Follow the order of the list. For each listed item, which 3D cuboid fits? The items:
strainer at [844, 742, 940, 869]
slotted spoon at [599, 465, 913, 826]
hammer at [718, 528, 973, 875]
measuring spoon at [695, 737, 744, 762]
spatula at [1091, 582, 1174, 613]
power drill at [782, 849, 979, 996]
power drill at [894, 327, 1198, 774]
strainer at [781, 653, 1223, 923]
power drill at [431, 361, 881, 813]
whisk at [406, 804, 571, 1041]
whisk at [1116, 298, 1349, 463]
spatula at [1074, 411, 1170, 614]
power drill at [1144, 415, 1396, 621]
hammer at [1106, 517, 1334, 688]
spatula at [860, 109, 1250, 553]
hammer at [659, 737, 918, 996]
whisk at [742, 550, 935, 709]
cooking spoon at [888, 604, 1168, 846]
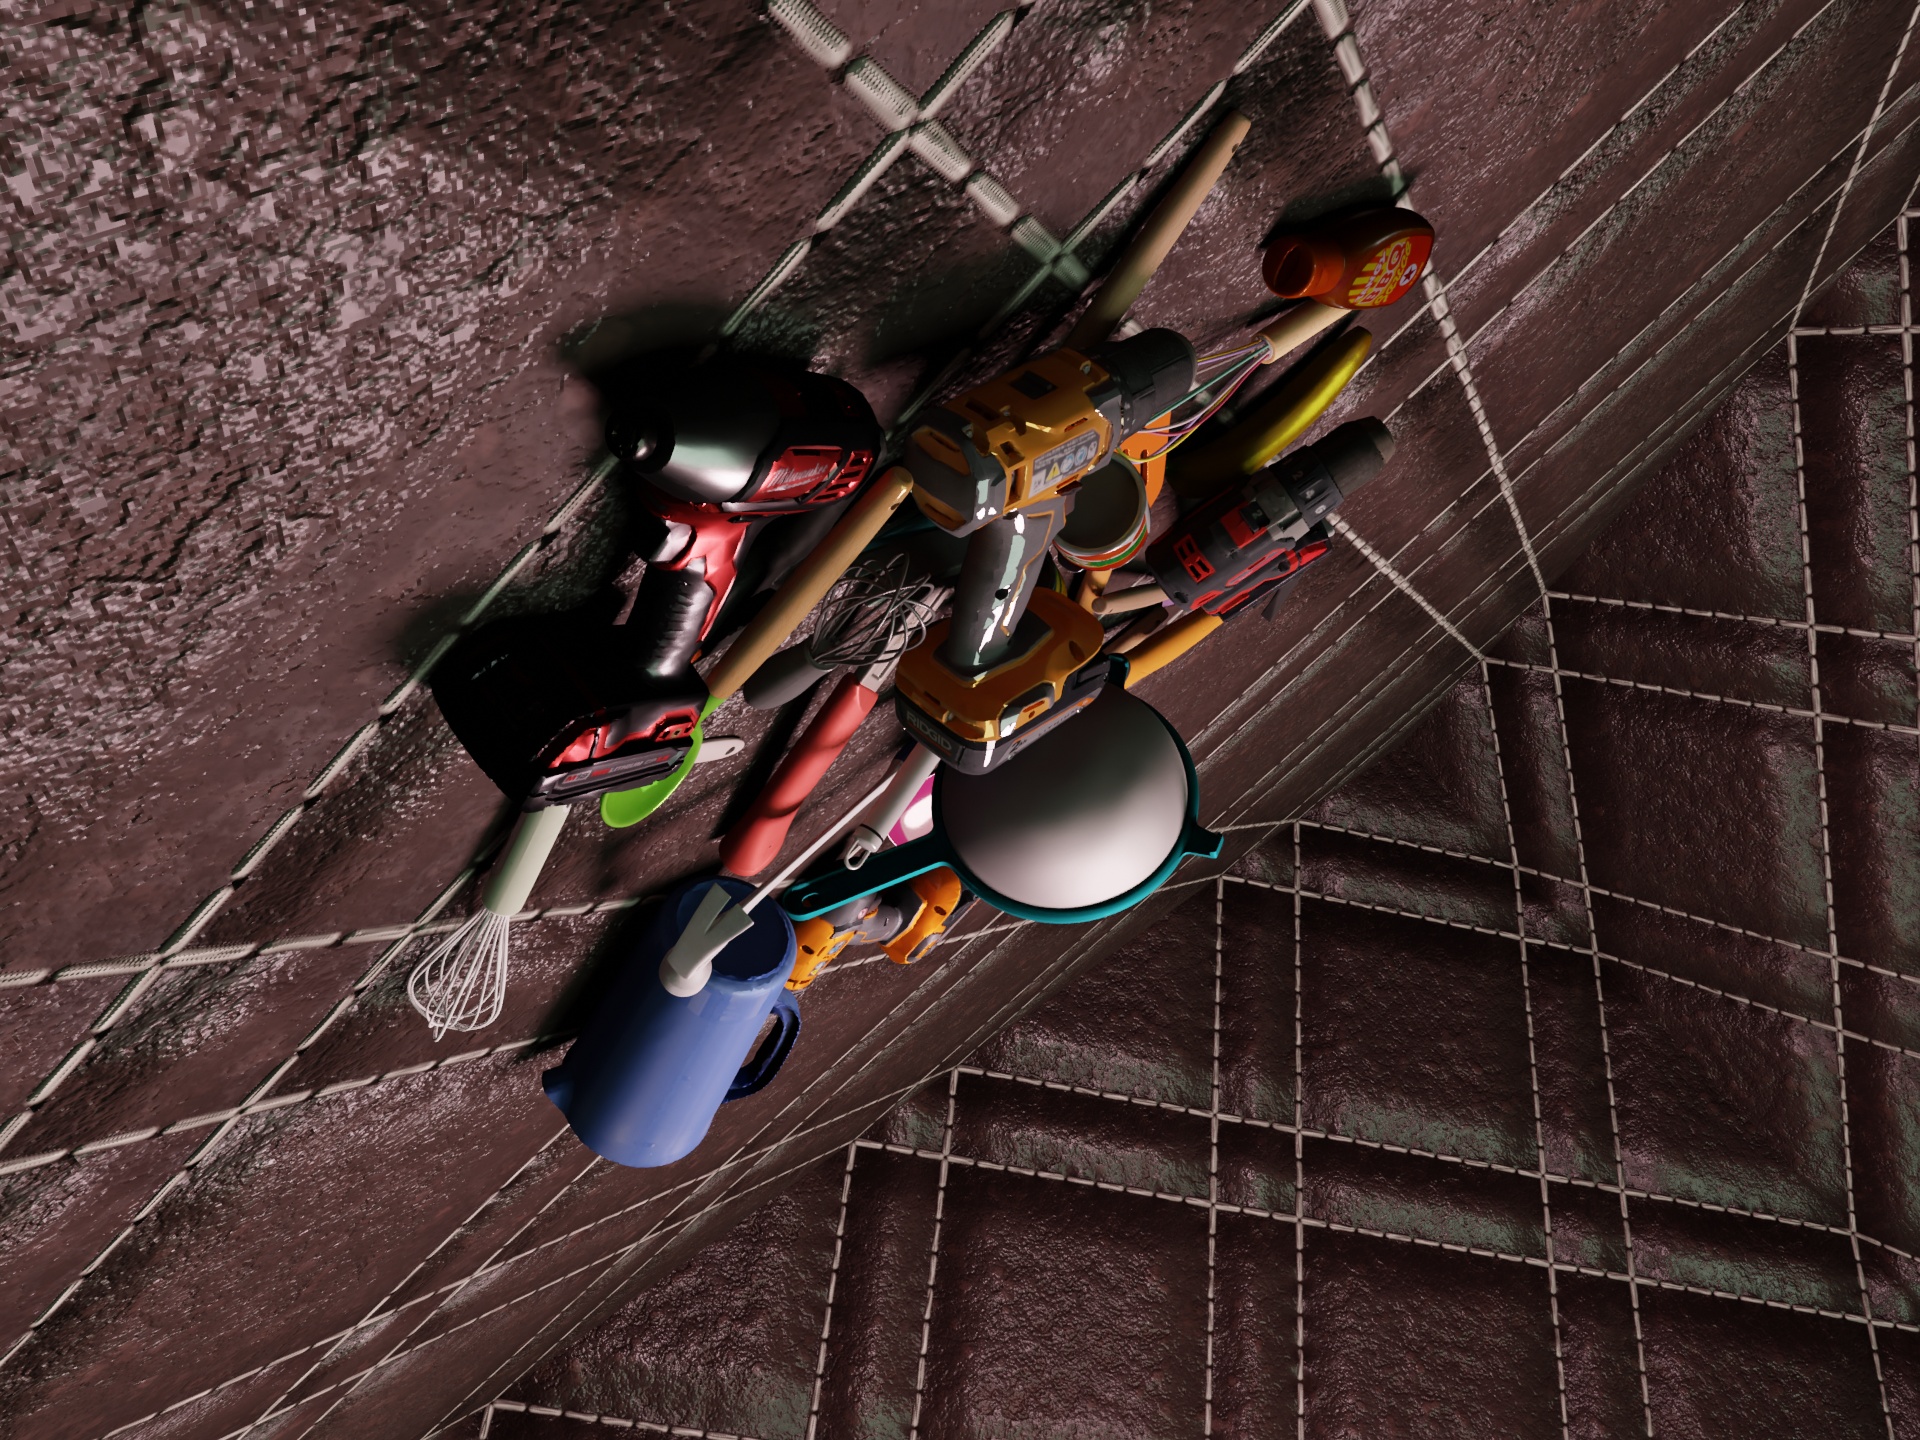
[{"bbox_3d":[-0.002,-0.003,1.070,0.086,0.050,0.258,48,66,-33],"label":"strainer"},{"bbox_3d":[-0.112,-0.032,0.819,0.070,0.031,0.313,-26,168,-47],"label":"slotted spoon"},{"bbox_3d":[-0.085,0.001,1.024,0.149,0.037,0.359,-21,159,-43],"label":"hammer"},{"bbox_3d":[-0.169,0.026,0.978,0.034,0.018,0.124,-47,163,25],"label":"measuring spoon"},{"bbox_3d":[0.164,-0.107,1.312,0.059,0.018,0.316,-47,169,22],"label":"spatula"},{"bbox_3d":[-0.076,0.168,1.454,0.164,0.084,0.226,-49,158,25],"label":"power drill"},{"bbox_3d":[0.047,-0.099,0.863,0.185,0.084,0.226,-33,146,-33],"label":"power drill"},{"bbox_3d":[0.018,0.065,1.212,0.340,0.211,0.095,-22,151,-6],"label":"strainer"},{"bbox_3d":[-0.138,-0.064,0.710,0.219,0.079,0.143,-51,161,27],"label":"power drill"},{"bbox_3d":[-0.273,0.110,0.936,0.246,0.059,0.058,-56,-166,35],"label":"whisk"},{"bbox_3d":[0.180,-0.233,1.018,0.245,0.047,0.051,-35,176,-29],"label":"whisk"},{"bbox_3d":[0.099,-0.122,1.167,0.081,0.041,0.322,-33,167,-16],"label":"spatula"},{"bbox_3d":[0.233,-0.149,1.187,0.188,0.080,0.226,-34,174,11],"label":"power drill"},{"bbox_3d":[0.220,-0.089,1.447,0.337,0.034,0.127,-31,159,-41],"label":"hammer"},{"bbox_3d":[0.046,-0.194,0.859,0.317,0.044,0.082,-52,161,24],"label":"spatula"},{"bbox_3d":[-0.048,0.040,1.125,0.405,0.035,0.144,-41,175,-29],"label":"hammer"},{"bbox_3d":[-0.075,-0.041,0.865,0.055,0.055,0.239,-30,-177,-28],"label":"whisk"},{"bbox_3d":[0.062,0.004,1.406,0.319,0.017,0.068,-40,127,-5],"label":"cooking spoon"}]
